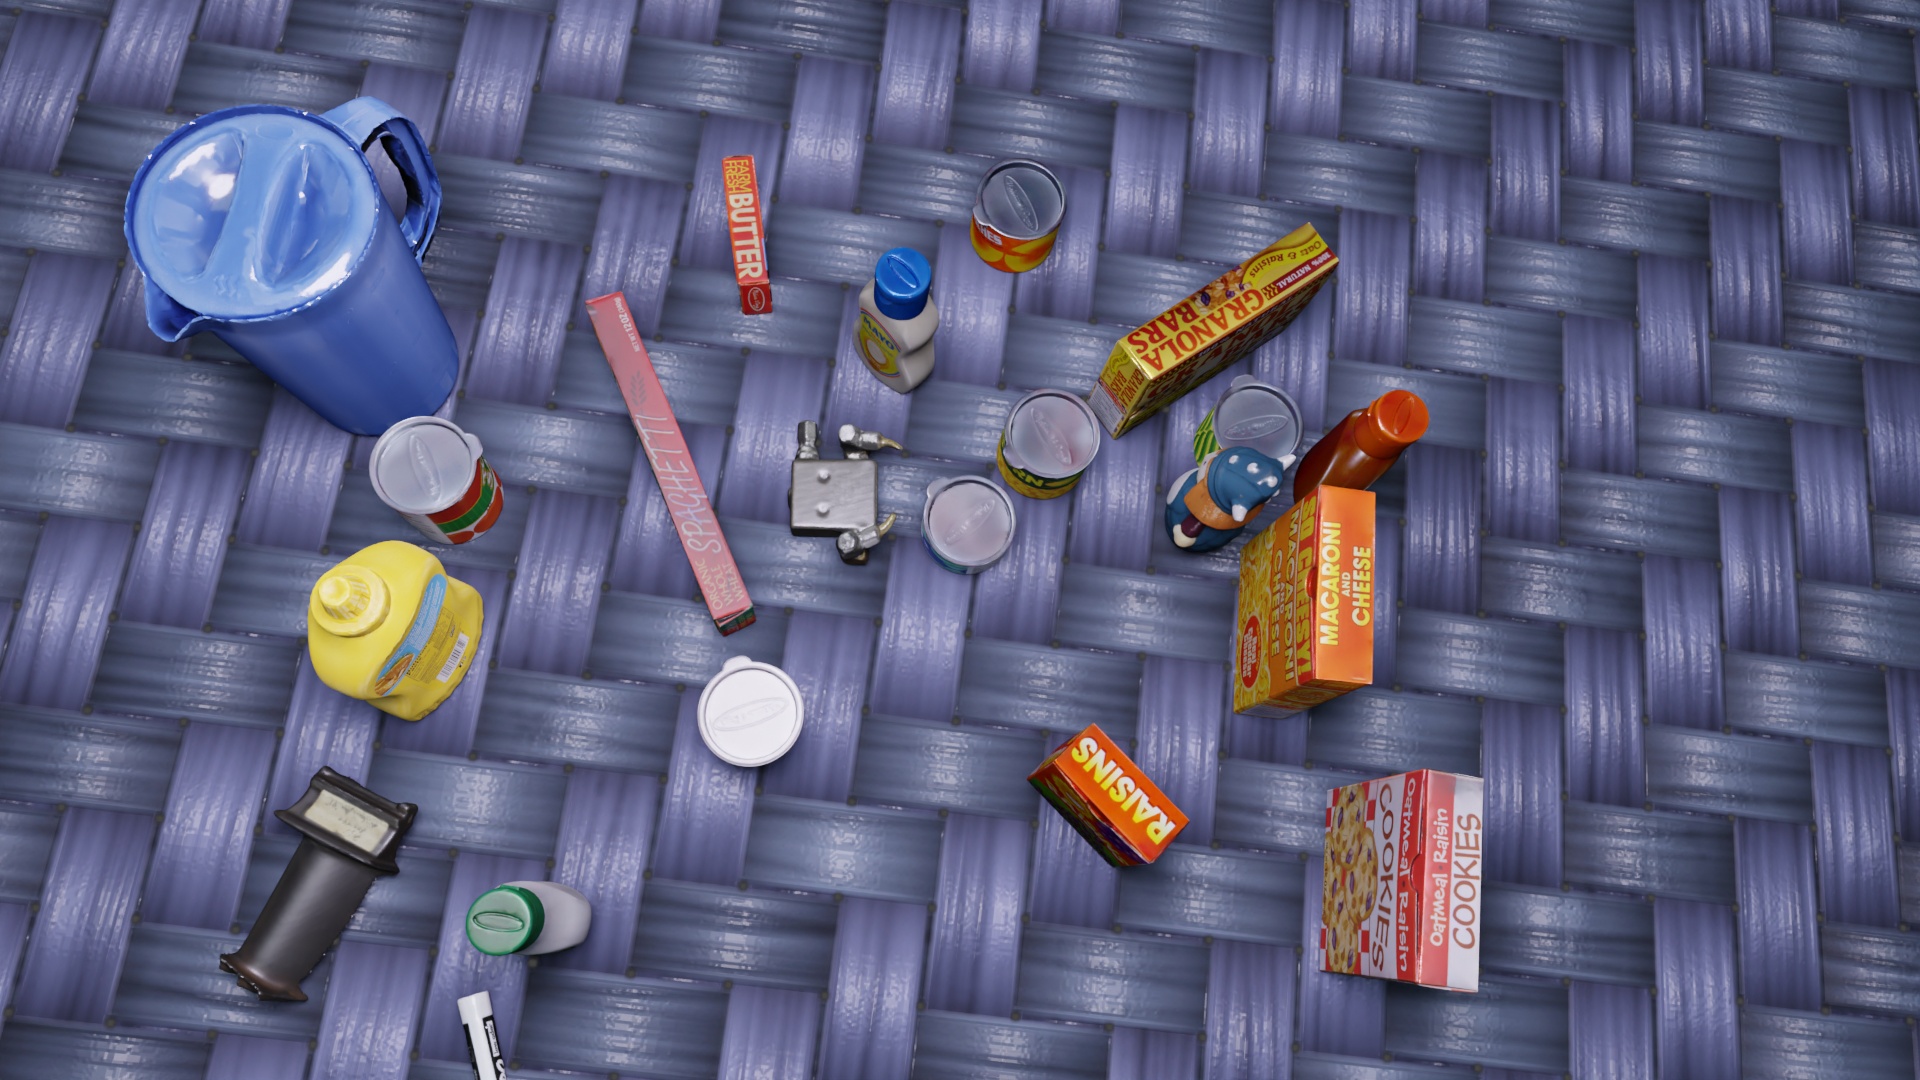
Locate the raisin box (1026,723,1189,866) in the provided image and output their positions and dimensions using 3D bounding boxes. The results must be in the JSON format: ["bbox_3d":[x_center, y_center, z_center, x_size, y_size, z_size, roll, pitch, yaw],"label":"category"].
[{"bbox_3d":[0.091,0.166,0.894,0.040,0.123,0.086,-42,83,-14],"label":"raisin box"}]

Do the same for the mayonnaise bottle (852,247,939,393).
[{"bbox_3d":[-0.044,-0.153,0.954,0.041,0.147,0.065,-42,83,-14],"label":"mayonnaise bottle"}]

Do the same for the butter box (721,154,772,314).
[{"bbox_3d":[-0.155,-0.222,1.011,0.024,0.053,0.103,-7,76,-7],"label":"butter box"}]

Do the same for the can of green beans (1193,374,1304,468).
[{"bbox_3d":[0.207,-0.075,1.004,0.071,0.057,0.071,1,75,-5],"label":"can of green beans"}]

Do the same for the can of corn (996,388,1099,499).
[{"bbox_3d":[0.059,-0.066,0.987,0.071,0.058,0.071,1,75,-5],"label":"can of corn"}]

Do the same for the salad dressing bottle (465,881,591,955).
[{"bbox_3d":[-0.260,0.226,0.831,0.064,0.147,0.044,10,75,-3],"label":"salad dressing bottle"}]

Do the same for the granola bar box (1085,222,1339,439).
[{"bbox_3d":[0.176,-0.145,0.985,0.166,0.124,0.039,-33,81,-13],"label":"granola bar box"}]

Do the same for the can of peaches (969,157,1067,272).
[{"bbox_3d":[0.040,-0.240,1.032,0.071,0.058,0.071,1,75,-5],"label":"can of peaches"}]

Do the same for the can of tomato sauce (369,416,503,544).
[{"bbox_3d":[-0.346,-0.040,0.927,0.071,0.083,0.071,1,75,-5],"label":"can of tomato sauce"}]

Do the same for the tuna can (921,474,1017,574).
[{"bbox_3d":[0.003,-0.012,0.980,0.071,0.032,0.071,1,75,-5],"label":"tuna can"}]

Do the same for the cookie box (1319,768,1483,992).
[{"bbox_3d":[0.273,0.214,0.876,0.040,0.167,0.123,8,75,-3],"label":"cookie box"}]

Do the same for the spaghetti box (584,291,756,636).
[{"bbox_3d":[-0.201,-0.053,0.962,0.029,0.050,0.250,-22,78,-11],"label":"spaghetti box"}]

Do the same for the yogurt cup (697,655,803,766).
[{"bbox_3d":[-0.138,0.118,0.921,0.072,0.053,0.072,1,75,-5],"label":"yogurt cup"}]

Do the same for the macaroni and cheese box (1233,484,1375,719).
[{"bbox_3d":[0.223,0.046,0.917,0.040,0.166,0.124,7,75,-4],"label":"macaroni and cheese box"}]

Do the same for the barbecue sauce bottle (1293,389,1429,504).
[{"bbox_3d":[0.276,-0.062,0.960,0.044,0.148,0.065,26,75,2],"label":"barbecue sauce bottle"}]
